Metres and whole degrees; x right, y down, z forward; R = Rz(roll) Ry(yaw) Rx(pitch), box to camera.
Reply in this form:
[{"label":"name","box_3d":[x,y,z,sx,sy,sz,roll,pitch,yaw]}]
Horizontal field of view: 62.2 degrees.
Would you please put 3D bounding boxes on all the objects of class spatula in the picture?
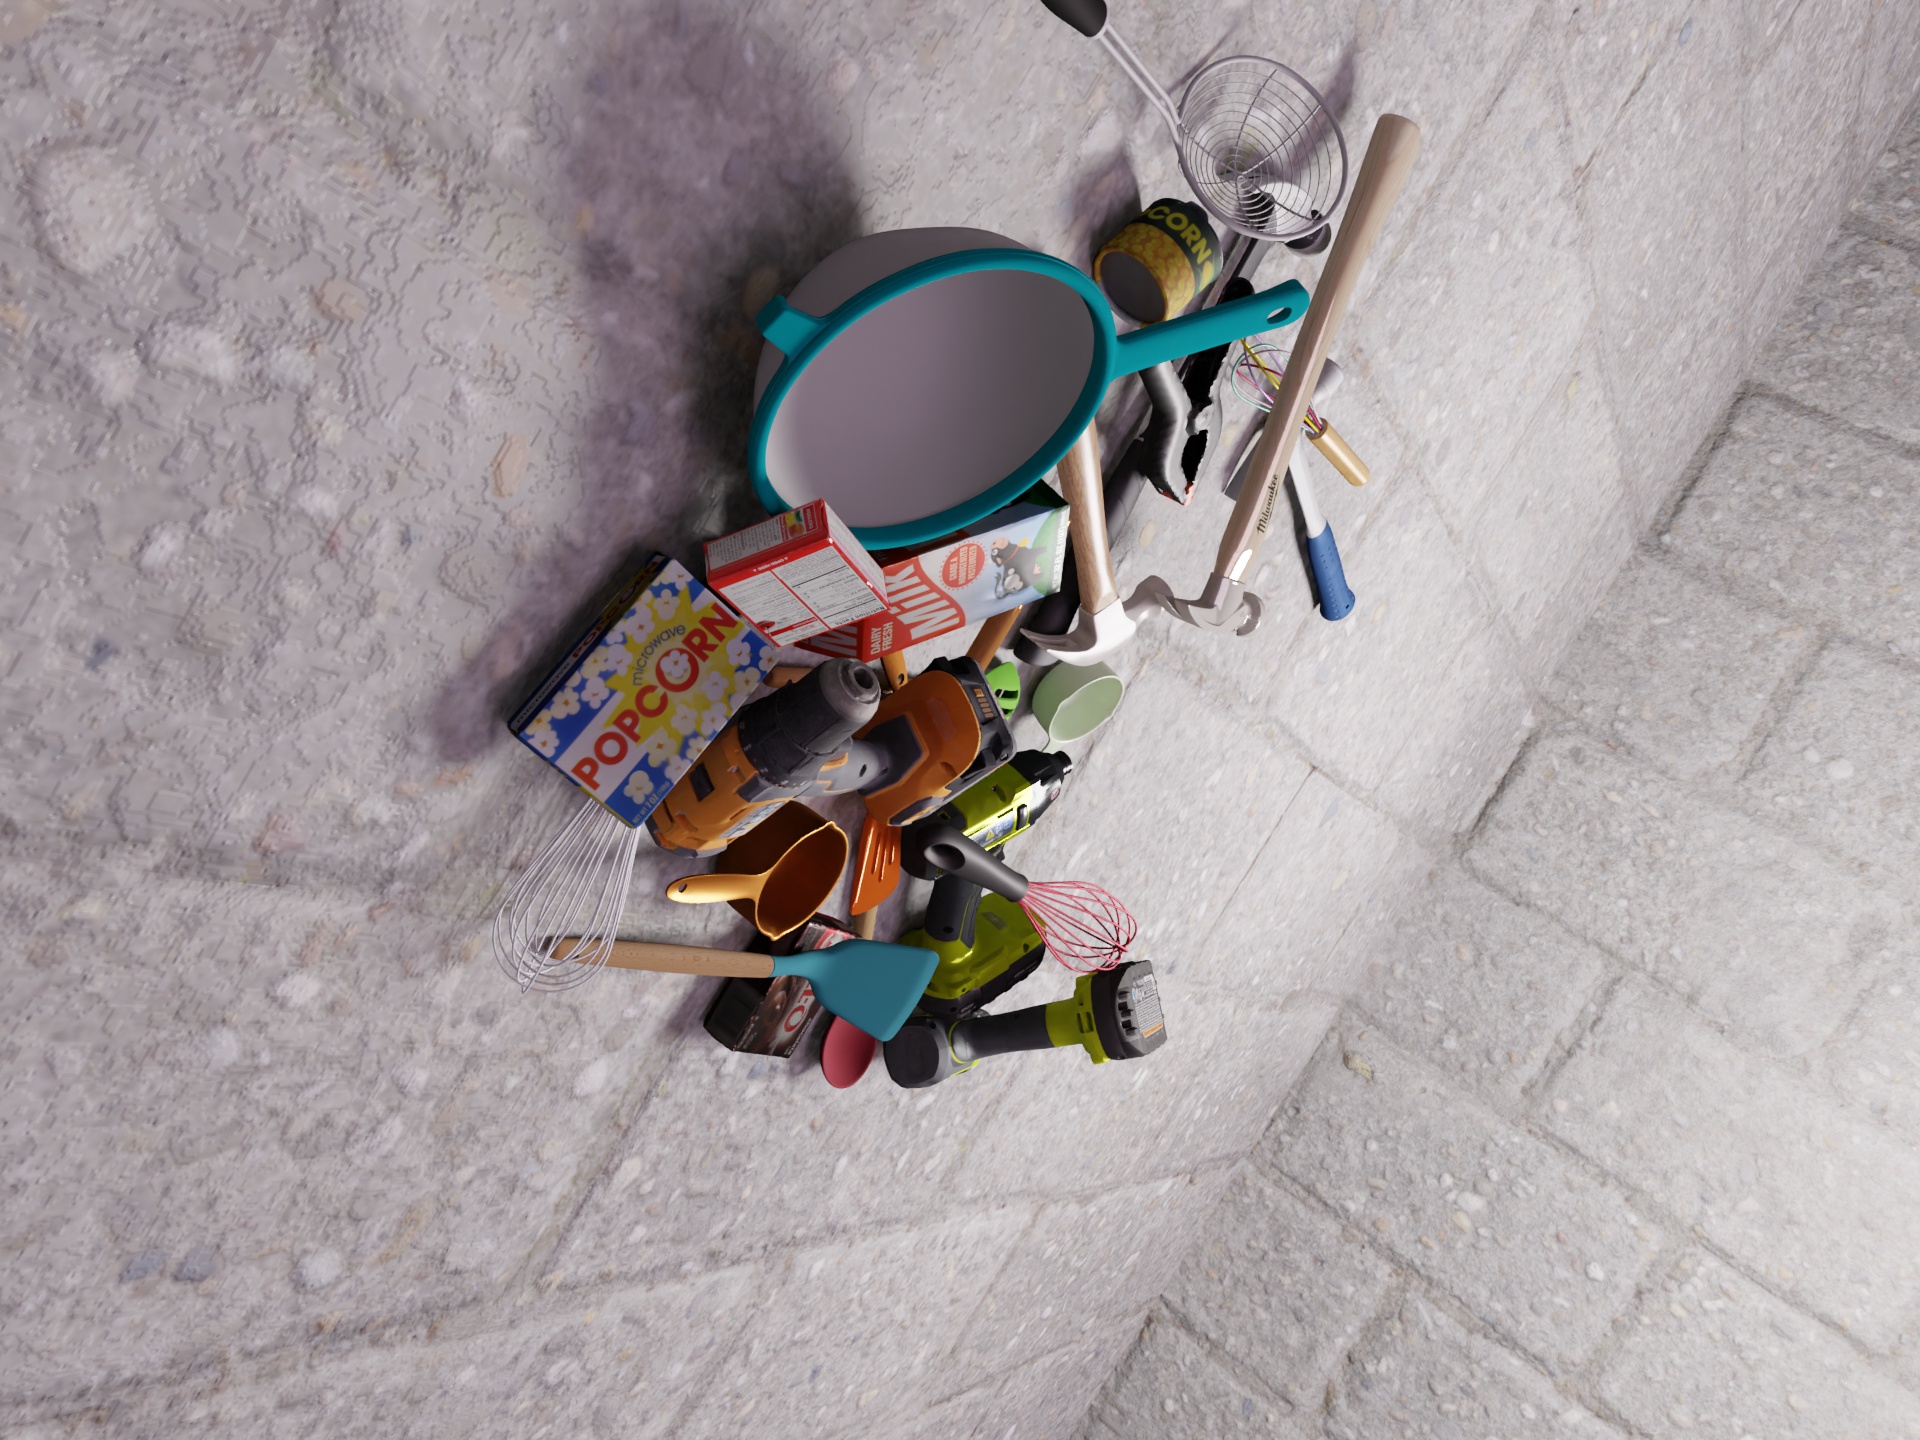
[{"label":"spatula","box_3d":[-0.002,-0.004,1.130,0.322,0.041,0.081,-59,165,18]},{"label":"spatula","box_3d":[-0.144,0.171,1.085,0.317,0.044,0.082,15,110,-49]}]

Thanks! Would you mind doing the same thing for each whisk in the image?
[{"label":"whisk","box_3d":[0.292,-0.253,1.343,0.244,0.047,0.051,29,92,-49]},{"label":"whisk","box_3d":[0.055,0.138,1.260,0.295,0.073,0.073,34,89,-47]},{"label":"whisk","box_3d":[-0.188,0.029,0.916,0.284,0.070,0.070,-63,152,1]}]

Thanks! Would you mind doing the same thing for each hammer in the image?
[{"label":"hammer","box_3d":[0.259,-0.264,1.228,0.146,0.038,0.410,4,107,-57]},{"label":"hammer","box_3d":[0.341,-0.189,1.551,0.144,0.035,0.405,-54,152,-6]},{"label":"hammer","box_3d":[0.149,-0.222,1.208,0.149,0.036,0.409,12,109,-60]},{"label":"hammer","box_3d":[0.084,-0.166,1.127,0.130,0.031,0.331,-36,140,-19]}]

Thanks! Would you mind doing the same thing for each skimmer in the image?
[{"label":"skimmer","box_3d":[0.132,-0.393,0.940,0.363,0.090,0.127,14,75,-58]}]

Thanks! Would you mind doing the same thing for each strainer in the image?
[{"label":"strainer","box_3d":[0.029,-0.216,0.881,0.340,0.095,0.210,-20,151,-16]}]

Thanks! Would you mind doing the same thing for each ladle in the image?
[{"label":"ladle","box_3d":[-0.079,0.174,1.270,0.069,0.031,0.315,-31,142,-44]}]

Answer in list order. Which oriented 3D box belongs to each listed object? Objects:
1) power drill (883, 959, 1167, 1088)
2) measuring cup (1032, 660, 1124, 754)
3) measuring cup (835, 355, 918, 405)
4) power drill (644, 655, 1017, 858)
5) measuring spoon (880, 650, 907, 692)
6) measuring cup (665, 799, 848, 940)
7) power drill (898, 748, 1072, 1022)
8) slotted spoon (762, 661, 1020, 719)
[{"label":"power drill","box_3d":[0.063,0.275,1.435,0.190,0.228,0.080,10,68,-70]},{"label":"measuring cup","box_3d":[0.066,0.011,1.332,0.167,0.038,0.083,-48,149,21]},{"label":"measuring cup","box_3d":[-0.025,-0.201,0.972,0.156,0.029,0.062,9,117,-47]},{"label":"power drill","box_3d":[-0.063,0.012,0.987,0.185,0.084,0.226,-36,162,37]},{"label":"measuring spoon","box_3d":[-0.048,-0.061,1.062,0.021,0.011,0.116,-46,140,-34]},{"label":"measuring cup","box_3d":[-0.147,0.095,1.051,0.173,0.052,0.095,4,116,-57]},{"label":"power drill","box_3d":[0.019,0.130,1.318,0.171,0.080,0.223,-27,139,-32]},{"label":"slotted spoon","box_3d":[-0.038,-0.020,1.131,0.313,0.031,0.070,5,118,-58]}]
